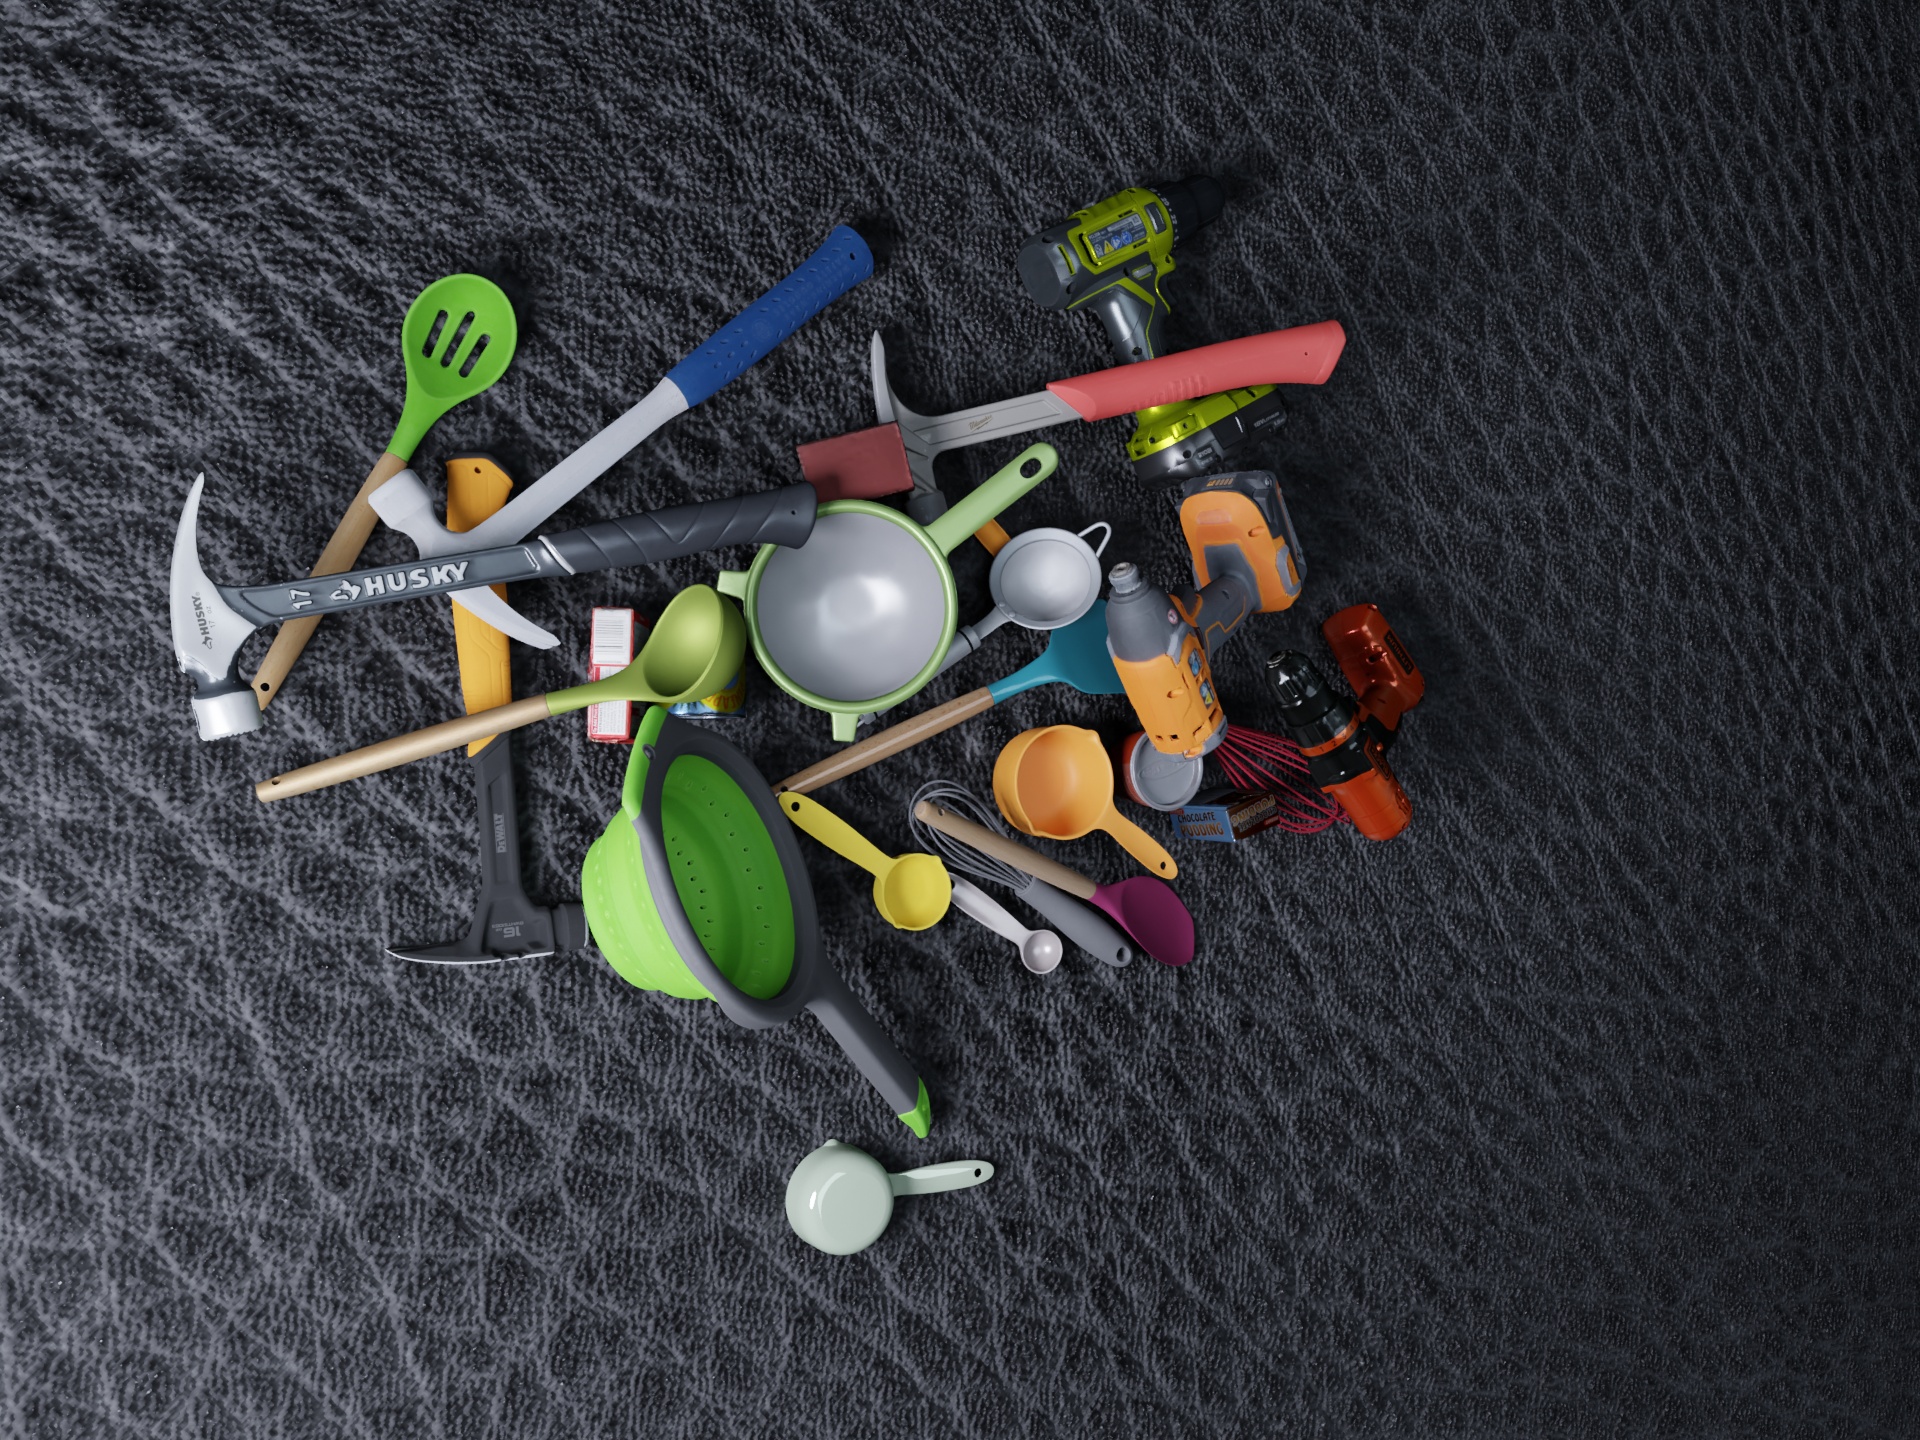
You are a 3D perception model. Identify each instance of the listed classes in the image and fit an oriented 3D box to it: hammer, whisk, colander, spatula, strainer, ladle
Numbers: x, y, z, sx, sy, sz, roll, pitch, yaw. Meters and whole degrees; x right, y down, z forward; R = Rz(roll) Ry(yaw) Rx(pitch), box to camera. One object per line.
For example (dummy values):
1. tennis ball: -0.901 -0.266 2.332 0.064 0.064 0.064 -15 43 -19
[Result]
1. hammer: 0.115 -0.259 1.206 0.359 0.037 0.149 -14 98 -5
2. hammer: -0.319 -0.009 1.046 0.127 0.034 0.337 -3 90 -28
3. whisk: 0.207 0.011 1.303 0.295 0.073 0.073 31 75 -17
4. colander: -0.146 0.172 1.096 0.094 0.205 0.396 -21 124 17
5. hammer: -0.200 -0.213 1.091 0.405 0.035 0.144 -46 111 -27
6. hammer: -0.274 -0.105 0.993 0.409 0.036 0.149 -15 96 -29
7. spatula: -0.002 -0.004 1.196 0.317 0.044 0.082 -24 82 -15
8. strainer: -0.037 -0.115 1.145 0.256 0.069 0.151 -38 96 0
9. ladle: -0.287 -0.009 0.995 0.320 0.062 0.078 -17 52 -4
10. strainer: 0.012 -0.067 1.206 0.258 0.050 0.087 -35 67 -13
11. whisk: 0.052 0.123 1.228 0.238 0.055 0.055 39 72 -25

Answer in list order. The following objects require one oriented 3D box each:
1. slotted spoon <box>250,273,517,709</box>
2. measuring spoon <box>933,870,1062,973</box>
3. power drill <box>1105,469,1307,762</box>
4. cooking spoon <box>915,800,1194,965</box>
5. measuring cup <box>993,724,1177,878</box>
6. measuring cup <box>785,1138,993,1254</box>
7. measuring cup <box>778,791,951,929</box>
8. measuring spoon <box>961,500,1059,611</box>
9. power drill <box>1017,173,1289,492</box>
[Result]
1. slotted spoon: -0.378 -0.148 1.025 0.070 0.031 0.314 30 77 -23
2. measuring spoon: 0.027 0.153 1.231 0.124 0.018 0.034 38 78 -14
3. power drill: 0.184 -0.100 1.228 0.227 0.084 0.164 -55 131 -38
4. cooking spoon: 0.082 0.121 1.214 0.318 0.017 0.069 29 53 -38
5. measuring cup: 0.098 0.072 1.248 0.173 0.052 0.095 39 72 -22
6. measuring cup: -0.044 0.347 1.171 0.167 0.038 0.083 -2 89 -25
7. measuring cup: -0.075 0.099 1.172 0.156 0.029 0.062 37 73 -18
8. measuring spoon: 0.037 -0.127 1.247 0.021 0.011 0.117 -46 104 -15
9. power drill: 0.171 -0.319 1.284 0.190 0.080 0.228 -30 99 -24
